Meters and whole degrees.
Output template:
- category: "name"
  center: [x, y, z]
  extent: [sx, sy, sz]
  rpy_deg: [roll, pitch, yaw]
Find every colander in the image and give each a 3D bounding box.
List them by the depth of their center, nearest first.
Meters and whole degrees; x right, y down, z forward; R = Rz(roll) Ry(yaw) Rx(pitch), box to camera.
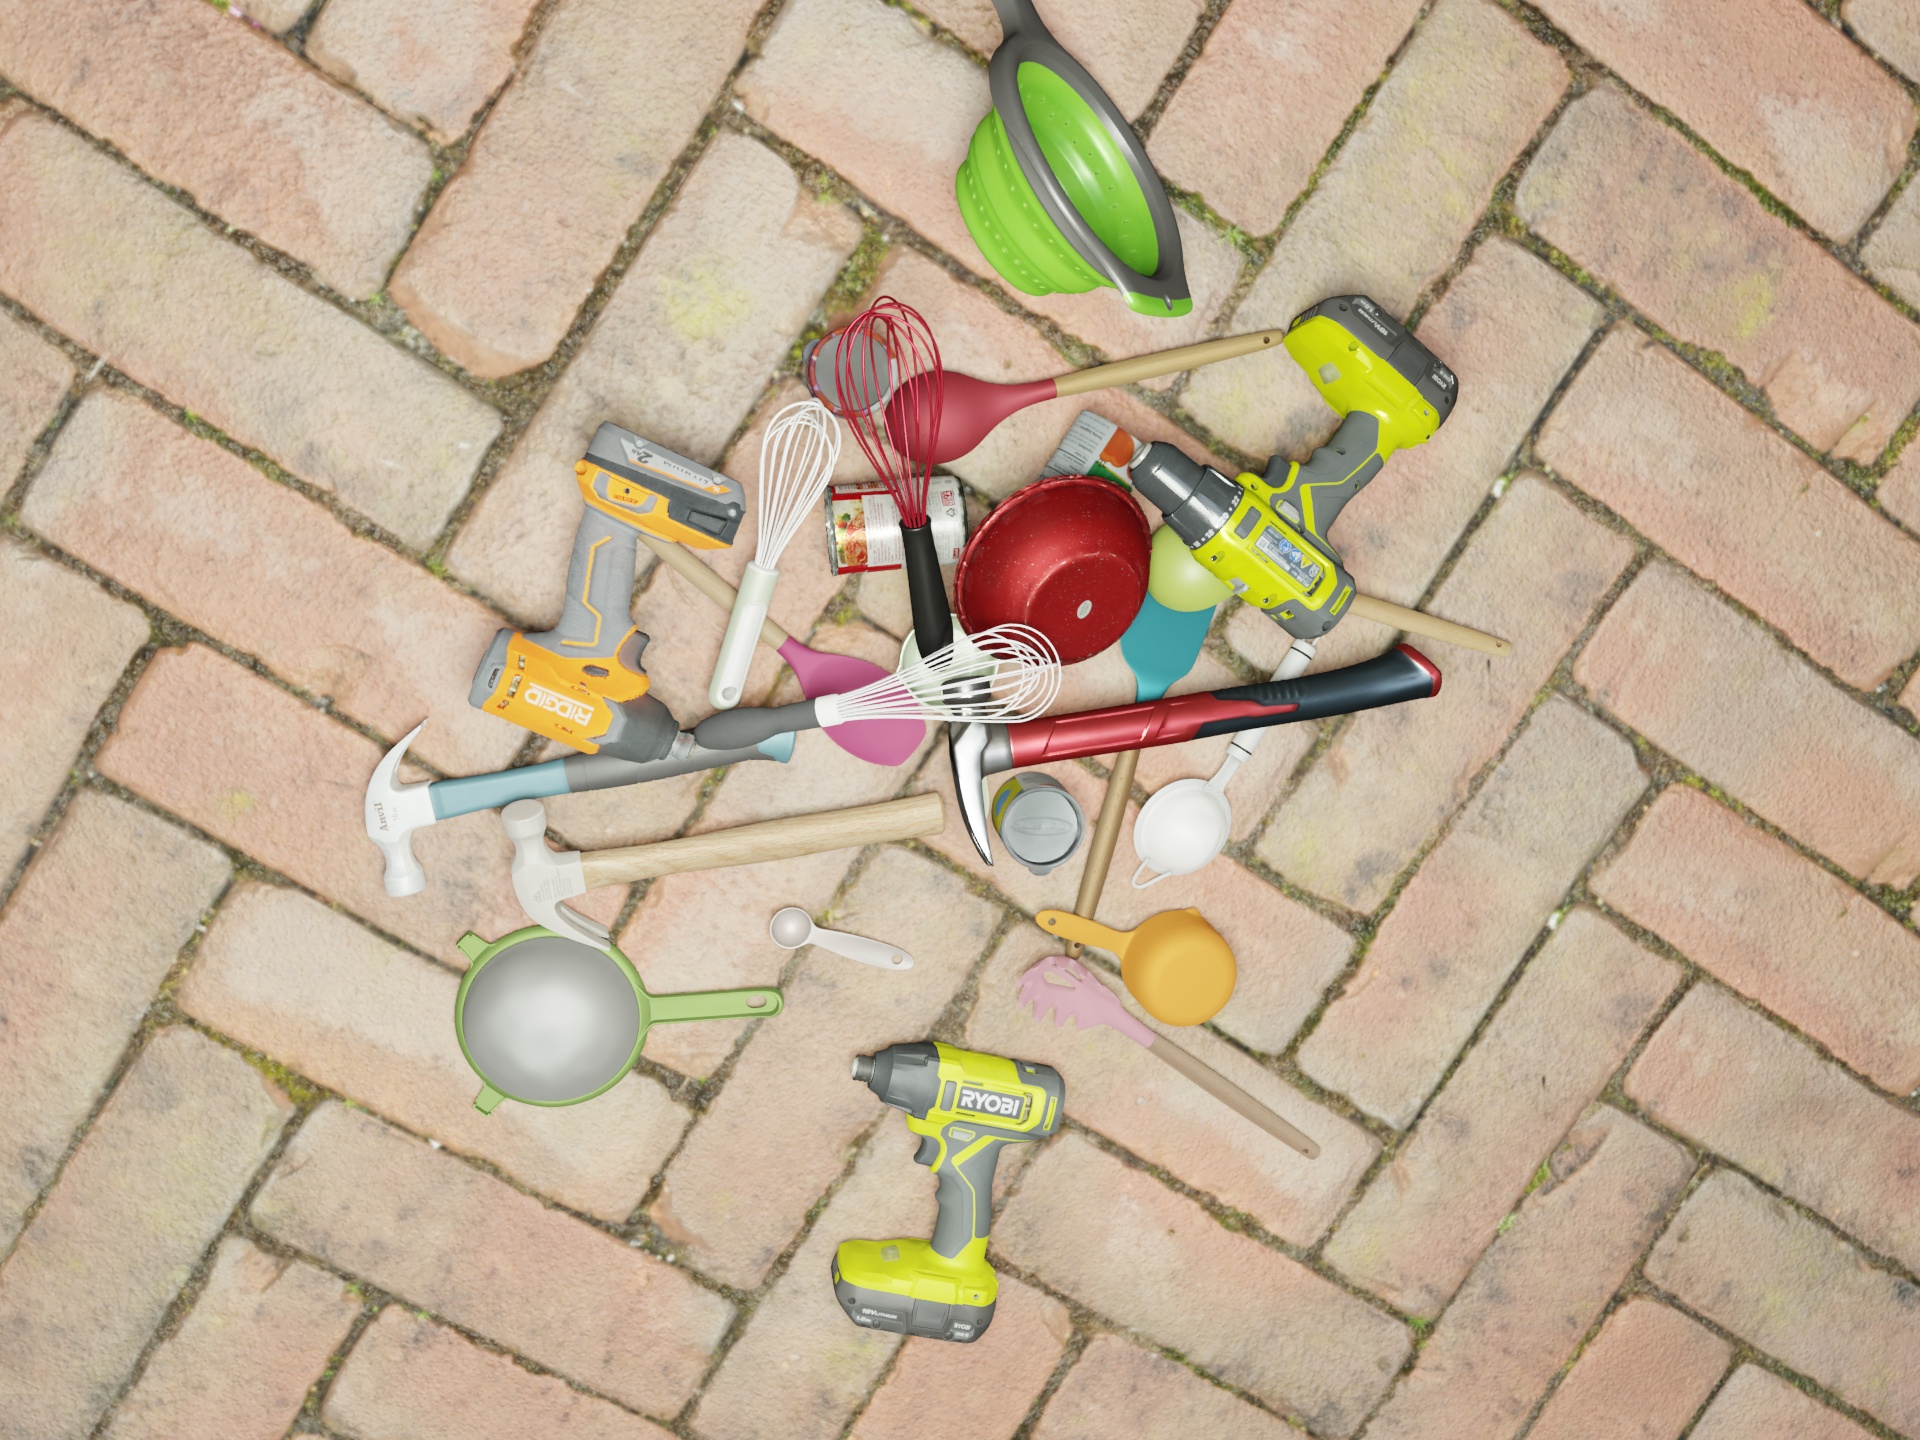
- category: "colander"
  center: [0.030, -0.445, 1.132]
  extent: [0.094, 0.204, 0.397]
  rpy_deg: [-27, 86, 33]

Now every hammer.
- category: "hammer"
  center: [-0.285, 0.040, 1.213]
  extent: [0.331, 0.033, 0.128]
  rpy_deg: [-11, 103, -5]
- category: "hammer"
  center: [0.184, 0.012, 1.215]
  extent: [0.386, 0.038, 0.143]
  rpy_deg: [-9, 88, -8]
- category: "hammer"
  center: [-0.175, 0.100, 1.226]
  extent: [0.331, 0.031, 0.130]
  rpy_deg: [-8, 120, -10]

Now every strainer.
- category: "strainer"
  center: [-0.266, 0.236, 1.231]
  extent: [0.256, 0.069, 0.151]
  rpy_deg: [-3, 101, -5]
- category: "strainer"
  center: [0.218, 0.033, 1.272]
  extent: [0.086, 0.050, 0.258]
  rpy_deg: [31, 92, -27]

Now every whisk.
- category: "whisk"
  center: [-0.035, -0.156, 1.114]
  extent: [0.073, 0.073, 0.295]
  rpy_deg: [-13, 127, -5]
- category: "whisk"
  center: [-0.064, -0.012, 1.157]
  extent: [0.284, 0.070, 0.070]
  rpy_deg: [-11, 102, 15]
- category: "whisk"
  center: [-0.142, -0.119, 1.170]
  extent: [0.057, 0.059, 0.246]
  rpy_deg: [8, 111, -32]

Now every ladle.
- category: "ladle"
  center: [0.096, -0.257, 1.211]
  extent: [0.315, 0.031, 0.069]
  rpy_deg: [-14, 102, -6]
- category: "ladle"
  center: [0.294, -0.093, 1.261]
  extent: [0.320, 0.062, 0.078]
  rpy_deg: [14, 71, -17]

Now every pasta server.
- category: "pasta server"
  center: [0.177, 0.283, 1.313]
  extent: [0.316, 0.040, 0.060]
  rpy_deg: [36, 116, -13]

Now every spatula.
- category: "spatula"
  center: [0.129, 0.042, 1.272]
  extent: [0.082, 0.044, 0.317]
  rpy_deg: [12, 103, -10]

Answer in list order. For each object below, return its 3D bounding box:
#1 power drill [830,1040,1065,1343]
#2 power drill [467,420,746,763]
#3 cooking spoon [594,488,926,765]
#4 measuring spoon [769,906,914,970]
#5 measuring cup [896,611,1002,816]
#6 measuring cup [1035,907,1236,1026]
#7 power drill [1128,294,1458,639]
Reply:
- category: "power drill"
  center: [-0.024, 0.374, 1.287]
  extent: [0.171, 0.080, 0.223]
  rpy_deg: [13, 95, -10]
- category: "power drill"
  center: [-0.236, -0.083, 1.150]
  extent: [0.164, 0.084, 0.226]
  rpy_deg: [24, 95, -13]
- category: "cooking spoon"
  center: [-0.156, -0.076, 1.215]
  extent: [0.318, 0.017, 0.069]
  rpy_deg: [40, 89, -13]
- category: "measuring spoon"
  center: [-0.095, 0.177, 1.274]
  extent: [0.124, 0.018, 0.034]
  rpy_deg: [20, 97, -17]
- category: "measuring cup"
  center: [-0.002, -0.004, 1.239]
  extent: [0.083, 0.038, 0.167]
  rpy_deg: [-13, 104, -5]
- category: "measuring cup"
  center: [0.142, 0.189, 1.272]
  extent: [0.173, 0.052, 0.095]
  rpy_deg: [21, 99, -20]
- category: "power drill"
  center: [0.248, -0.200, 1.182]
  extent: [0.190, 0.080, 0.228]
  rpy_deg: [38, 78, -11]
